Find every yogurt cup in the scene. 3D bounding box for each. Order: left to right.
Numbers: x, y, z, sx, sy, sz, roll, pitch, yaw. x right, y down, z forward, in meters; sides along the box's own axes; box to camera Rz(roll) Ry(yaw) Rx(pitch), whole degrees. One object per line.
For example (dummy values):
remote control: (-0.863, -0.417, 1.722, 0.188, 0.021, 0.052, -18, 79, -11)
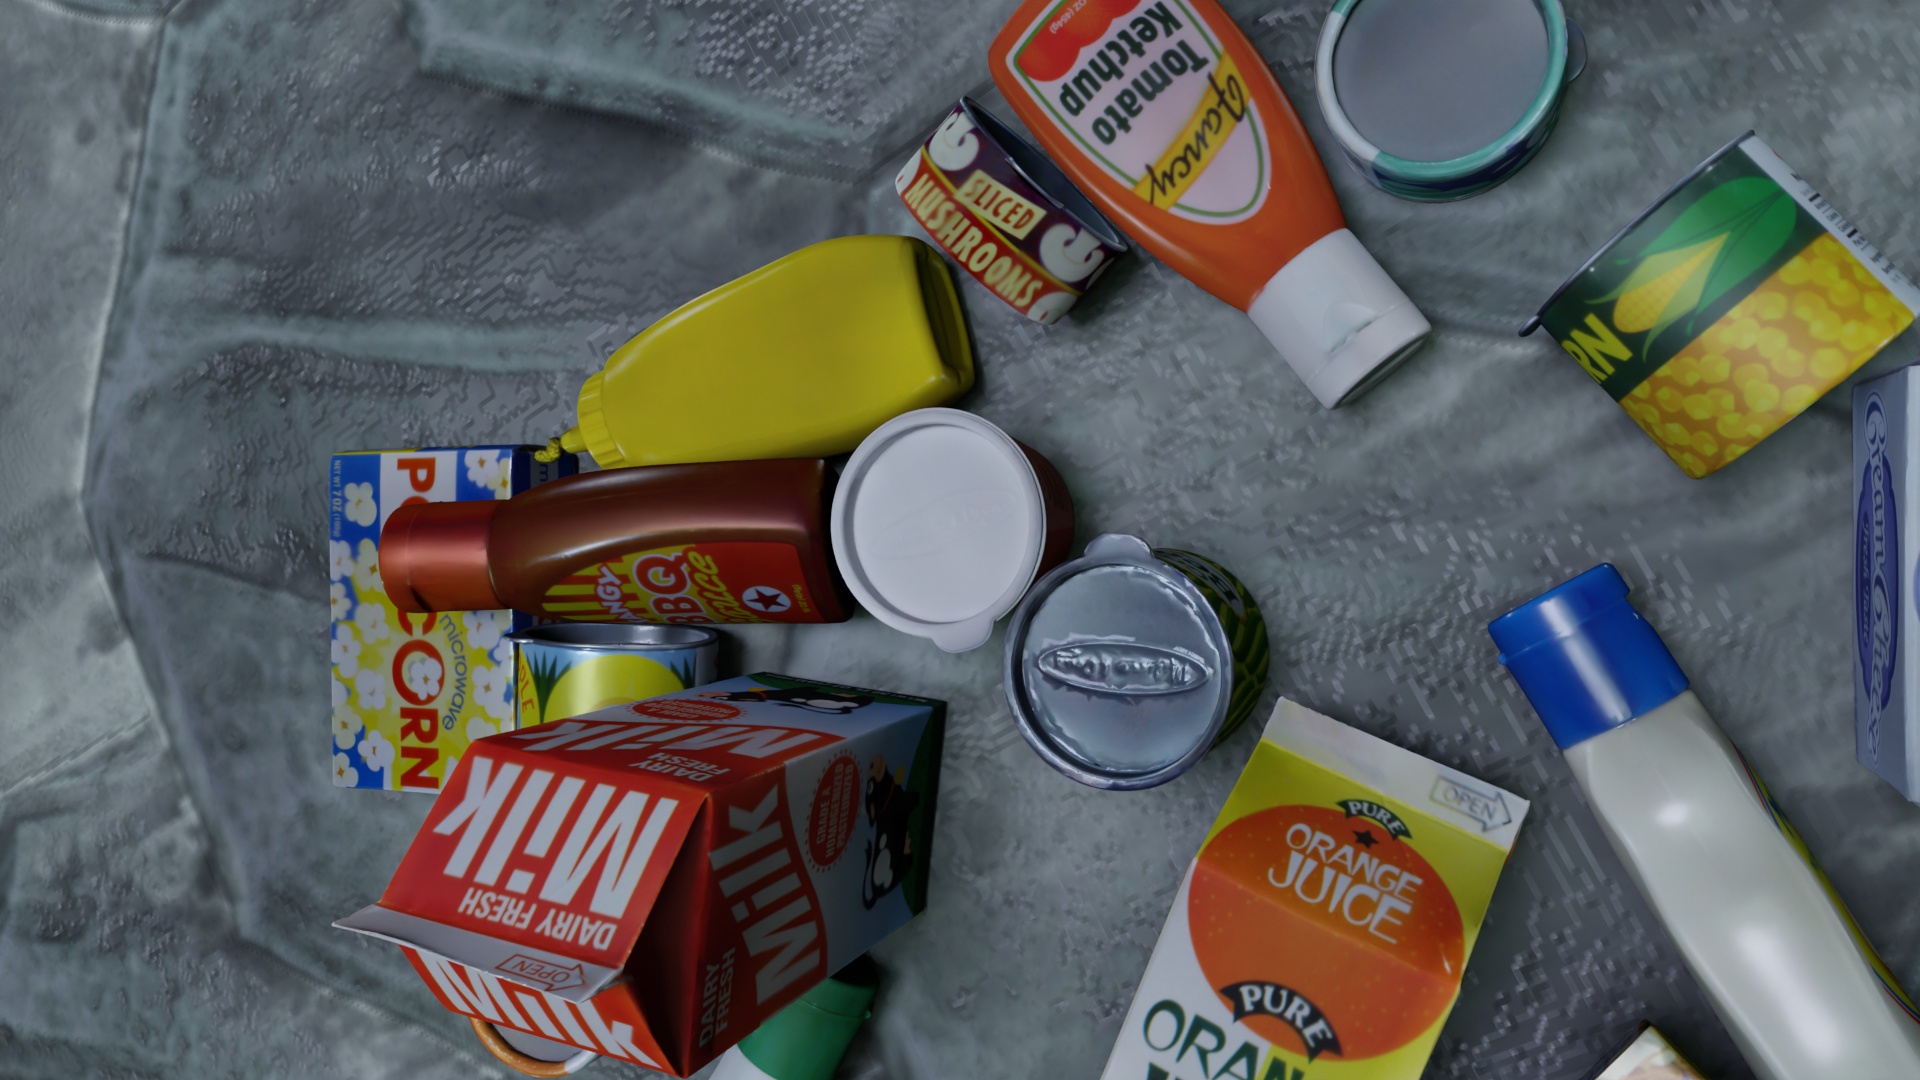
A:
yogurt cup: (0.002, -0.005, 0.428, 0.072, 0.054, 0.072, 0, 91, 22)

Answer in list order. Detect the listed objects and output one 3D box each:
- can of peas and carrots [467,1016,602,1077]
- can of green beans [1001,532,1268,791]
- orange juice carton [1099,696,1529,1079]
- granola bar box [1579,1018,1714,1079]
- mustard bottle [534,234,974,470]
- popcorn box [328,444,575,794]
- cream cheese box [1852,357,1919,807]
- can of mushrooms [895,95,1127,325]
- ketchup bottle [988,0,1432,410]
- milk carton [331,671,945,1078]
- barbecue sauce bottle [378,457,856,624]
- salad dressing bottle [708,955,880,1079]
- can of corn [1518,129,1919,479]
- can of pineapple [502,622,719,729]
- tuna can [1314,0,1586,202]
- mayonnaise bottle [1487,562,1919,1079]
can of peas and carrots: (-0.131, 0.142, 0.481, 0.071, 0.059, 0.071, 0, 91, 22)
can of green beans: (0.053, 0.035, 0.406, 0.071, 0.058, 0.071, 0, 91, 22)
orange juice carton: (0.085, 0.144, 0.387, 0.072, 0.073, 0.192, 24, 99, 21)
granola bar box: (0.173, 0.210, 0.297, 0.124, 0.039, 0.166, -48, 59, 7)
mustard bottle: (-0.076, -0.052, 0.462, 0.160, 0.049, 0.065, -14, 85, 22)
popcorn box: (-0.187, 0.029, 0.512, 0.085, 0.038, 0.126, 0, 91, 20)
cream cheese box: (0.235, 0.009, 0.336, 0.024, 0.053, 0.103, 0, 91, 20)
can of mushrooms: (0.015, -0.097, 0.413, 0.033, 0.071, 0.071, -46, 75, 18)
ketchup bottle: (0.075, -0.105, 0.404, 0.064, 0.043, 0.149, -40, 77, 14)
milk carton: (-0.074, 0.087, 0.386, 0.072, 0.191, 0.073, 7, 94, 22)
barbecue sauce bottle: (-0.111, 0.003, 0.452, 0.148, 0.064, 0.044, -2, 57, 7)
salad dressing bottle: (-0.075, 0.203, 0.461, 0.044, 0.064, 0.147, 27, 92, 0)
can of corn: (0.188, -0.055, 0.347, 0.071, 0.071, 0.058, -43, 76, 17)
can of pineapple: (-0.118, 0.059, 0.470, 0.071, 0.071, 0.058, 4, 93, 22)
tuna can: (0.136, -0.131, 0.385, 0.071, 0.033, 0.071, 1, 91, 22)
mayonnaise bottle: (0.189, 0.077, 0.352, 0.041, 0.065, 0.148, -33, 75, 20)
